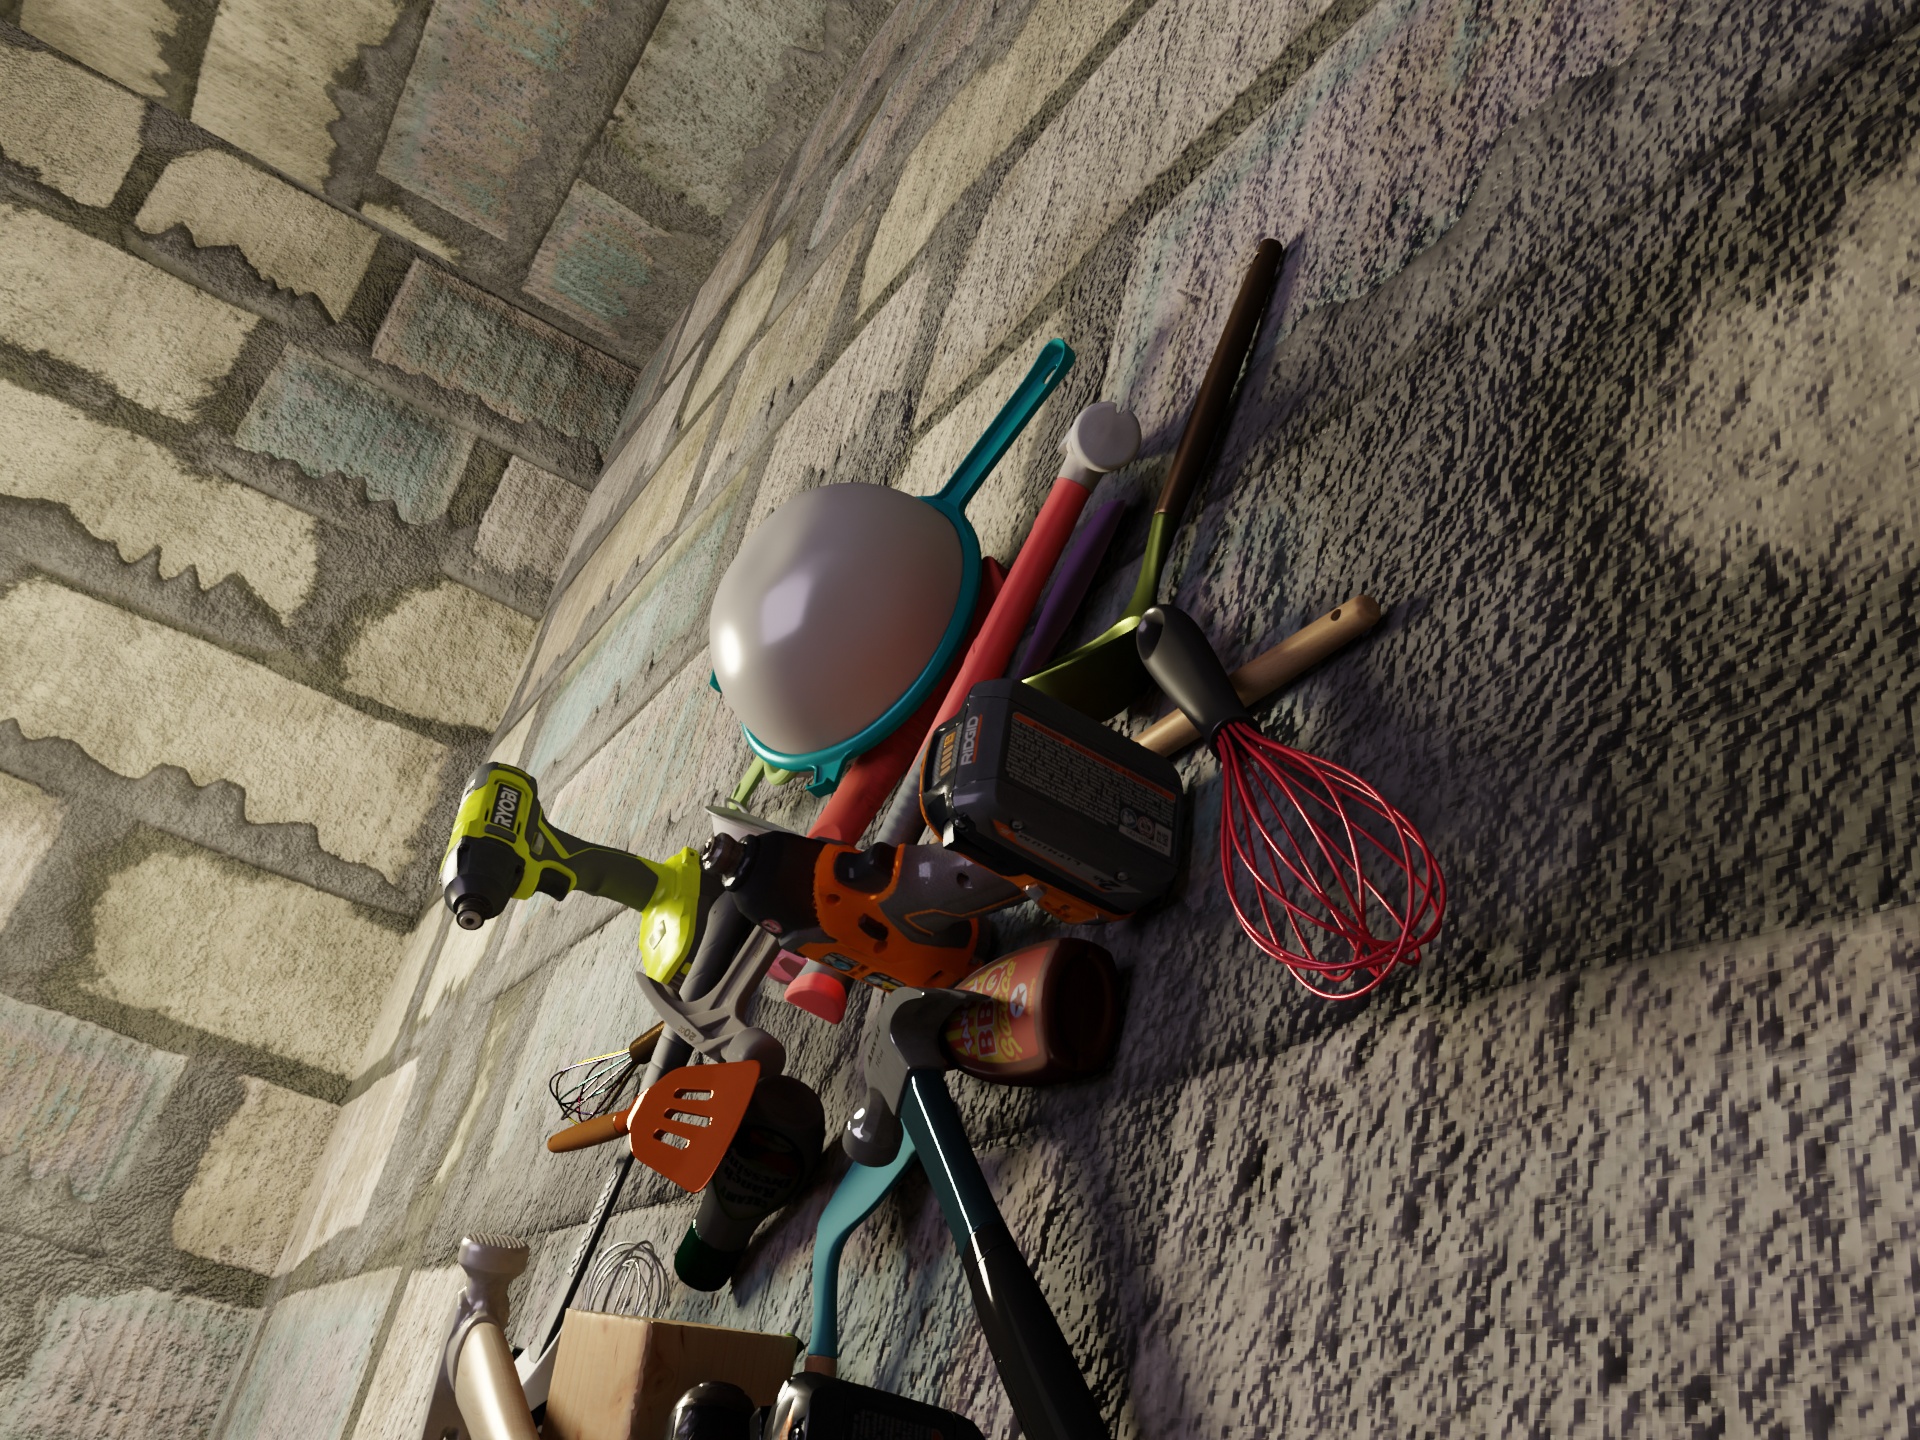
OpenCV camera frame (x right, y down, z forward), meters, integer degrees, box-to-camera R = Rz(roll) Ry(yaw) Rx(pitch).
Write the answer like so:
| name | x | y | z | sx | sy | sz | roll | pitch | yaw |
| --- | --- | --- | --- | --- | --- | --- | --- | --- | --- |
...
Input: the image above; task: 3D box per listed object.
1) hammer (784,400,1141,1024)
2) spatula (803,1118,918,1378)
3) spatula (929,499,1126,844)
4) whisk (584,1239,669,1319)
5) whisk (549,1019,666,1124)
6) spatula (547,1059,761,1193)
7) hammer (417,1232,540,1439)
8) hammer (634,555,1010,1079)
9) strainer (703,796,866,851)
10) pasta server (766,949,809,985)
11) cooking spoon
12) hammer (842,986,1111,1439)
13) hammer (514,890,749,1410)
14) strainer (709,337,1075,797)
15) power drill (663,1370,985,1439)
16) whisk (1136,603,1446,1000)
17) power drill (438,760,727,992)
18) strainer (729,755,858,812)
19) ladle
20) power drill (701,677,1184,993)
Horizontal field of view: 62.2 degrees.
| name | x | y | z | sx | sy | sz | roll | pitch | yaw |
| --- | --- | --- | --- | --- | --- | --- | --- | --- | --- |
| hammer | -0.001 | -0.003 | 0.940 | 0.386 | 0.038 | 0.143 | -63 | 4 | 1 |
| spatula | -0.061 | 0.339 | 0.771 | 0.082 | 0.044 | 0.318 | -32 | 42 | 51 |
| spatula | 0.023 | 0.009 | 0.954 | 0.316 | 0.018 | 0.060 | -64 | 17 | -3 |
| whisk | -0.246 | 0.458 | 1.027 | 0.059 | 0.058 | 0.246 | 44 | -118 | -69 |
| whisk | -0.267 | 0.279 | 1.293 | 0.245 | 0.051 | 0.047 | -38 | 54 | 41 |
| spatula | -0.212 | 0.262 | 1.010 | 0.322 | 0.041 | 0.081 | -33 | 28 | 57 |
| hammer | -0.202 | 0.350 | 0.720 | 0.411 | 0.038 | 0.146 | -11 | 66 | 66 |
| hammer | -0.072 | 0.050 | 1.015 | 0.149 | 0.036 | 0.359 | 23 | 78 | 51 |
| strainer | -0.112 | 0.090 | 1.109 | 0.258 | 0.086 | 0.050 | 6 | 79 | 56 |
| pasta server | -0.138 | 0.127 | 1.161 | 0.060 | 0.040 | 0.316 | -39 | 19 | -6 |
| cooking spoon | 0.090 | 0.015 | 0.791 | 0.319 | 0.017 | 0.069 | -37 | 37 | 49 |
| hammer | 0.015 | 0.228 | 0.654 | 0.331 | 0.033 | 0.128 | -124 | 45 | -58 |
| hammer | -0.218 | 0.275 | 1.093 | 0.149 | 0.036 | 0.409 | -39 | 22 | 41 |
| strainer | -0.056 | -0.129 | 1.033 | 0.340 | 0.095 | 0.211 | -52 | 38 | 2 |
| power drill | -0.075 | 0.319 | 0.599 | 0.226 | 0.084 | 0.186 | -52 | 23 | 40 |
| whisk | 0.120 | 0.016 | 0.653 | 0.073 | 0.073 | 0.296 | -57 | 22 | 18 |
| power drill | -0.296 | 0.135 | 1.258 | 0.080 | 0.223 | 0.171 | -54 | 23 | 24 |
| strainer | -0.105 | 0.012 | 1.189 | 0.256 | 0.069 | 0.152 | 129 | 155 | -49 |
| ladle | 0.112 | -0.139 | 0.869 | 0.078 | 0.062 | 0.320 | -19 | 46 | 66 |
| power drill | -0.018 | 0.067 | 0.786 | 0.226 | 0.164 | 0.084 | -36 | 35 | 46 |
